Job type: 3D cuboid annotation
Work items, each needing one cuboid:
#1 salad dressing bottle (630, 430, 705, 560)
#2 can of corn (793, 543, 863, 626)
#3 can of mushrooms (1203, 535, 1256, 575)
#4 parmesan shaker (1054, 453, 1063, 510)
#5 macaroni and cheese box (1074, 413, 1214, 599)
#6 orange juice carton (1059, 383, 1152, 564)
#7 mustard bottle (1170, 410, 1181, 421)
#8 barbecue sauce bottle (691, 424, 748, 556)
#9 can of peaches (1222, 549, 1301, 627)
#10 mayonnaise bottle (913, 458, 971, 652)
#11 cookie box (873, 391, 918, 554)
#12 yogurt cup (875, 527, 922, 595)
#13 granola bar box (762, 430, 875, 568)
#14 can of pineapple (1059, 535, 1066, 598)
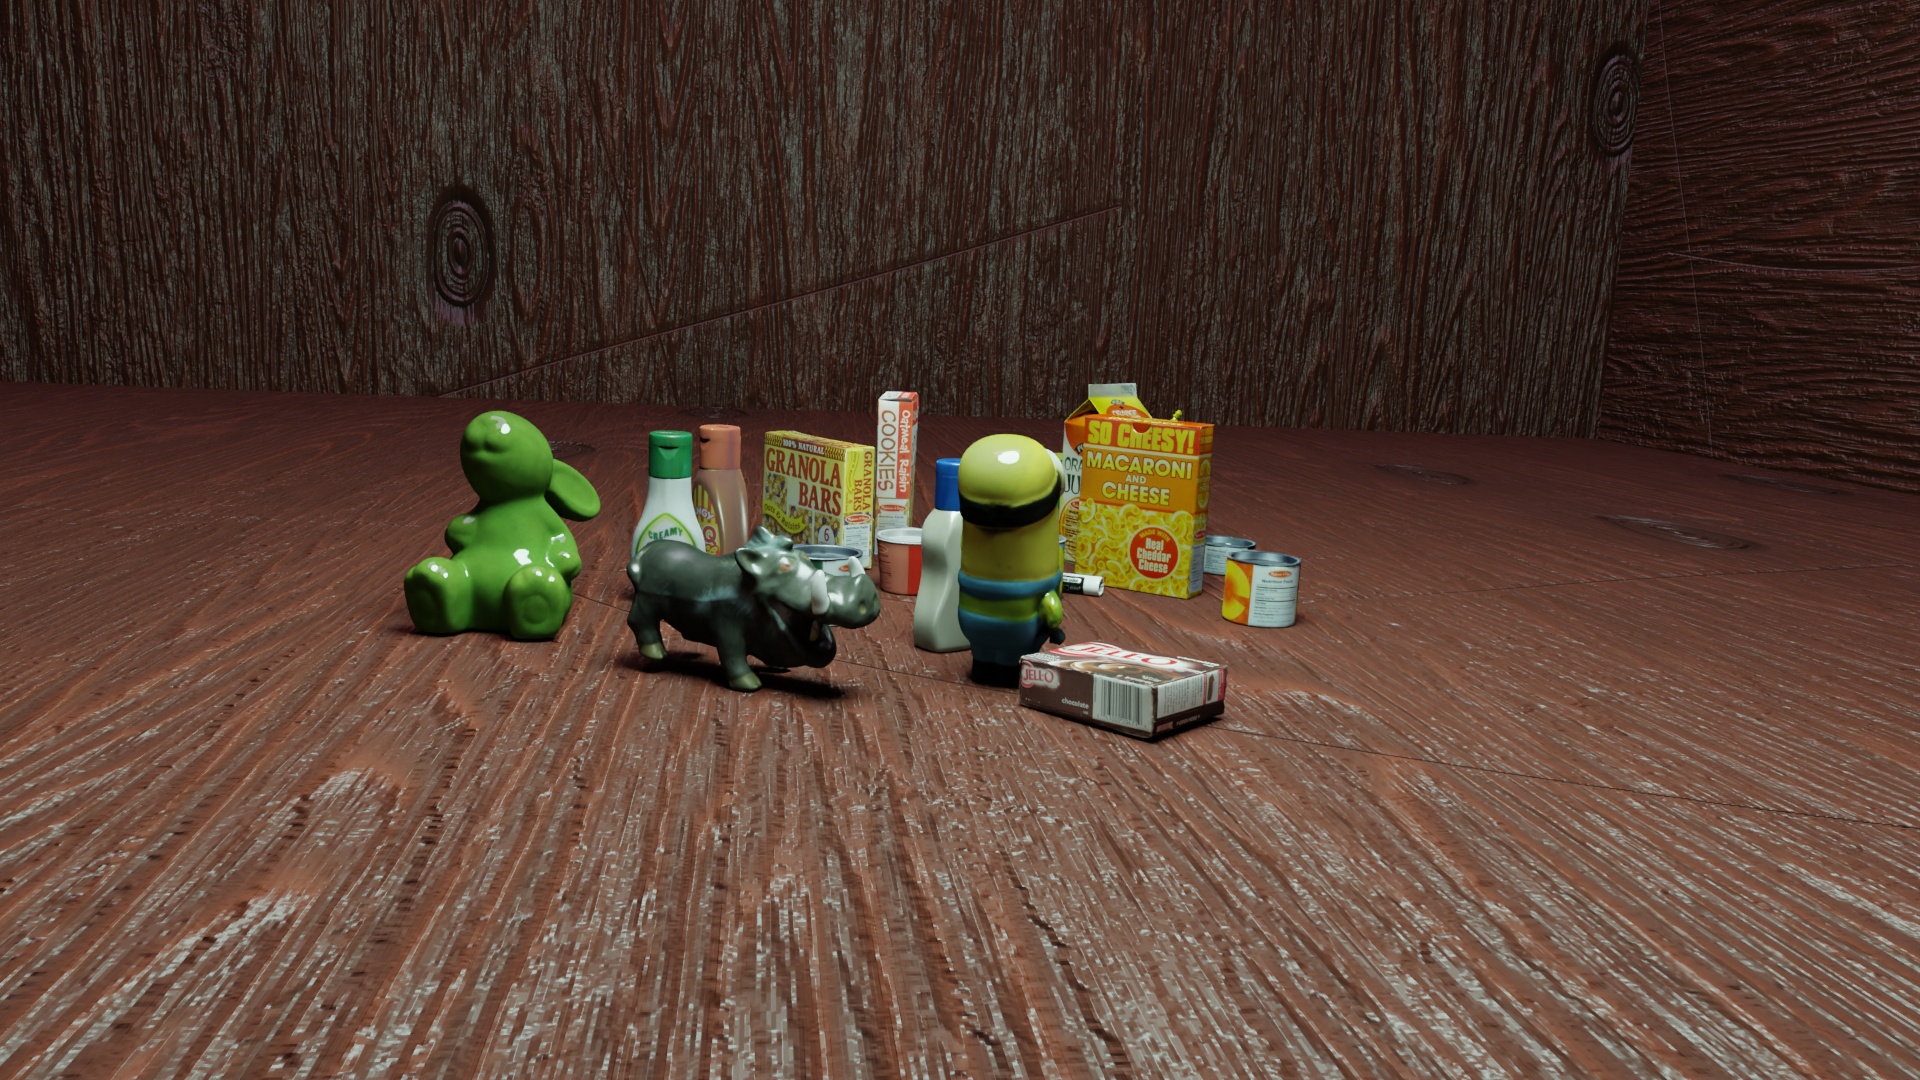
[{"bbox_3d":[-0.252,-0.020,1.200,0.064,0.147,0.044,2,9,-6],"label":"salad dressing bottle"},{"bbox_3d":[-0.118,0.037,1.171,0.071,0.058,0.071,3,10,0],"label":"can of corn"},{"bbox_3d":[0.280,0.015,1.478,0.071,0.033,0.071,3,10,0],"label":"can of mushrooms"},{"bbox_3d":[0.125,-0.044,1.576,0.071,0.103,0.071,3,9,0],"label":"parmesan shaker"},{"bbox_3d":[0.178,-0.035,1.352,0.124,0.166,0.040,8,11,31],"label":"macaroni and cheese box"},{"bbox_3d":[0.156,-0.071,1.475,0.072,0.192,0.073,-4,12,-37],"label":"orange juice carton"},{"bbox_3d":[0.237,-0.069,1.583,0.049,0.160,0.065,-6,13,-43],"label":"mustard bottle"},{"bbox_3d":[-0.220,-0.030,1.265,0.044,0.148,0.065,-6,13,-44],"label":"barbecue sauce bottle"},{"bbox_3d":[0.269,0.043,1.245,0.071,0.058,0.071,3,10,0],"label":"can of peaches"},{"bbox_3d":[-0.004,0.011,1.090,0.065,0.147,0.041,-6,13,-44],"label":"mayonnaise bottle"},{"bbox_3d":[-0.070,-0.077,1.521,0.040,0.167,0.123,3,9,0],"label":"cookie box"},{"bbox_3d":[-0.046,0.020,1.300,0.072,0.054,0.072,3,10,0],"label":"yogurt cup"},{"bbox_3d":[-0.148,-0.044,1.435,0.039,0.124,0.165,-4,12,-36],"label":"granola bar box"},{"bbox_3d":[0.062,0.024,1.295,0.071,0.057,0.071,3,10,0],"label":"can of pineapple"}]
